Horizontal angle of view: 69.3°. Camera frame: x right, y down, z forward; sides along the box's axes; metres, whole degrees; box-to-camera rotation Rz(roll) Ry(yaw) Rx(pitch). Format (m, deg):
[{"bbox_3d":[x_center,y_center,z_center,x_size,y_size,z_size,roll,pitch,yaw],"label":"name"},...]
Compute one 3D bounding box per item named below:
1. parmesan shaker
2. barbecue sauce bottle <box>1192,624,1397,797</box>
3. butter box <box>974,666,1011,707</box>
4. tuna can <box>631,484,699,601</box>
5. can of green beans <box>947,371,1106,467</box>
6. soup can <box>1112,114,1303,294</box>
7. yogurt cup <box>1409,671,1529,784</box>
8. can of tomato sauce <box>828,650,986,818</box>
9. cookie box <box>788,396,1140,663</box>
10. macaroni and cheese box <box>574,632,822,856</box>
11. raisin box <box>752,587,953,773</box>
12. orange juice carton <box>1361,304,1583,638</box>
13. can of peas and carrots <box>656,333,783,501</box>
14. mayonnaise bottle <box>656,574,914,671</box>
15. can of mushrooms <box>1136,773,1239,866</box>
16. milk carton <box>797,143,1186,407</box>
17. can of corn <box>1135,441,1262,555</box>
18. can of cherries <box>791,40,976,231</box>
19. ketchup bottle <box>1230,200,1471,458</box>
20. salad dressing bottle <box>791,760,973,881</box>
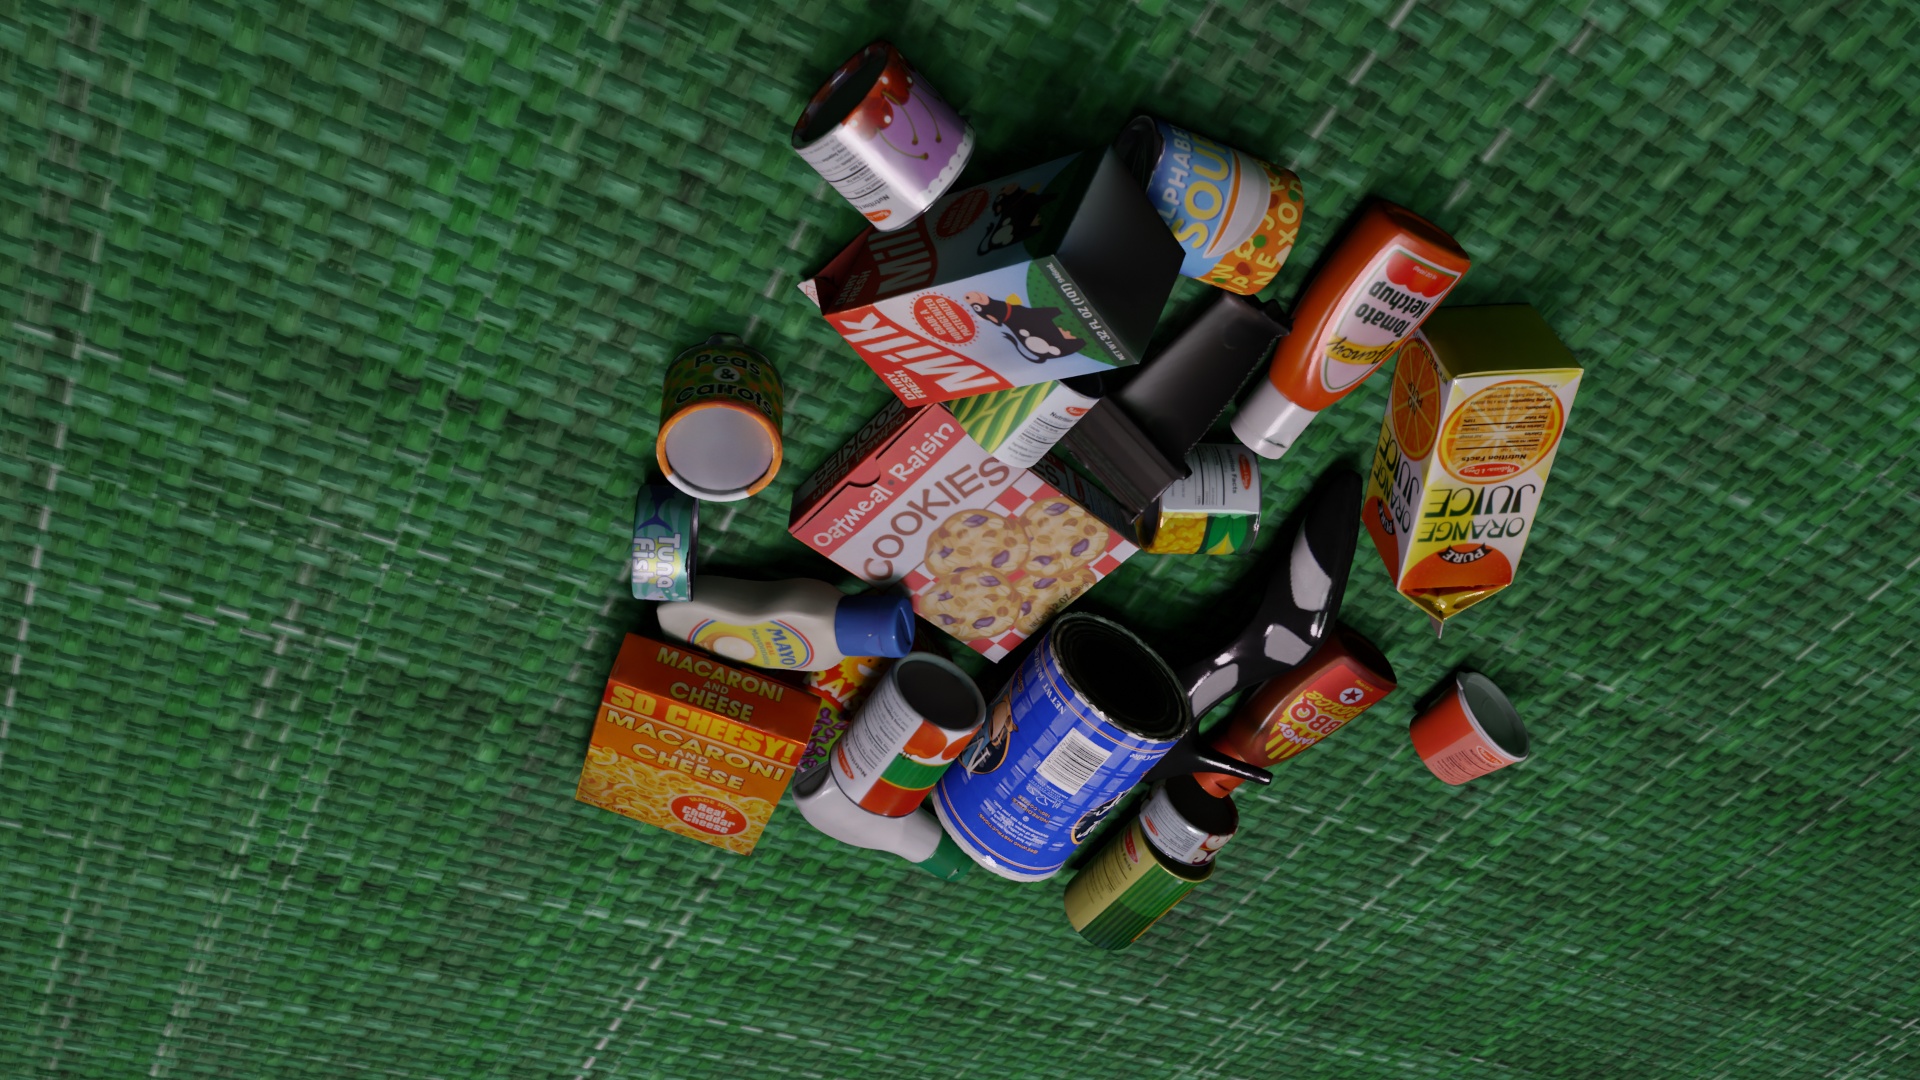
[{"bbox_3d":[0.130,0.246,1.024,0.071,0.072,0.102,21,128,-22],"label":"parmesan shaker"},{"bbox_3d":[0.220,0.120,0.945,0.065,0.044,0.148,30,121,-29],"label":"barbecue sauce bottle"},{"bbox_3d":[0.038,0.132,0.945,0.053,0.024,0.103,-34,125,19],"label":"butter box"},{"bbox_3d":[-0.166,0.003,0.785,0.033,0.071,0.070,3,129,-8],"label":"tuna can"},{"bbox_3d":[0.034,-0.081,0.743,0.071,0.071,0.057,30,121,-27],"label":"can of green beans"},{"bbox_3d":[0.117,-0.164,0.682,0.084,0.072,0.071,14,126,-18],"label":"soup can"},{"bbox_3d":[0.349,0.133,0.959,0.072,0.073,0.053,27,130,-25],"label":"yogurt cup"},{"bbox_3d":[-0.031,0.118,0.847,0.071,0.071,0.082,21,124,-22],"label":"can of tomato sauce"},{"bbox_3d":[0.003,-0.010,0.814,0.167,0.040,0.122,34,119,-29],"label":"cookie box"},{"bbox_3d":[-0.168,0.131,0.872,0.124,0.040,0.165,20,140,-8],"label":"macaroni and cheese box"},{"bbox_3d":[-0.076,0.090,0.888,0.123,0.040,0.086,-27,126,14],"label":"raisin box"},{"bbox_3d":[0.287,-0.036,0.807,0.073,0.072,0.191,-3,129,-4],"label":"orange juice carton"},{"bbox_3d":[-0.127,-0.065,0.742,0.071,0.059,0.070,-4,130,-4],"label":"can of peas and carrots"},{"bbox_3d":[-0.102,0.051,0.825,0.148,0.041,0.064,-1,131,17],"label":"mayonnaise bottle"},{"bbox_3d":[0.163,0.193,0.986,0.071,0.071,0.033,18,124,-20],"label":"can of mushrooms"},{"bbox_3d":[0.004,-0.120,0.674,0.190,0.074,0.072,-6,139,44],"label":"milk carton"},{"bbox_3d":[0.135,-0.023,0.803,0.058,0.071,0.070,1,129,-7],"label":"can of corn"},{"bbox_3d":[-0.035,-0.190,0.648,0.071,0.072,0.058,-37,123,22],"label":"can of cherries"},{"bbox_3d":[0.204,-0.110,0.754,0.065,0.044,0.148,16,127,-29],"label":"ketchup bottle"},{"bbox_3d":[-0.051,0.195,0.976,0.064,0.044,0.147,-38,125,21],"label":"salad dressing bottle"}]
